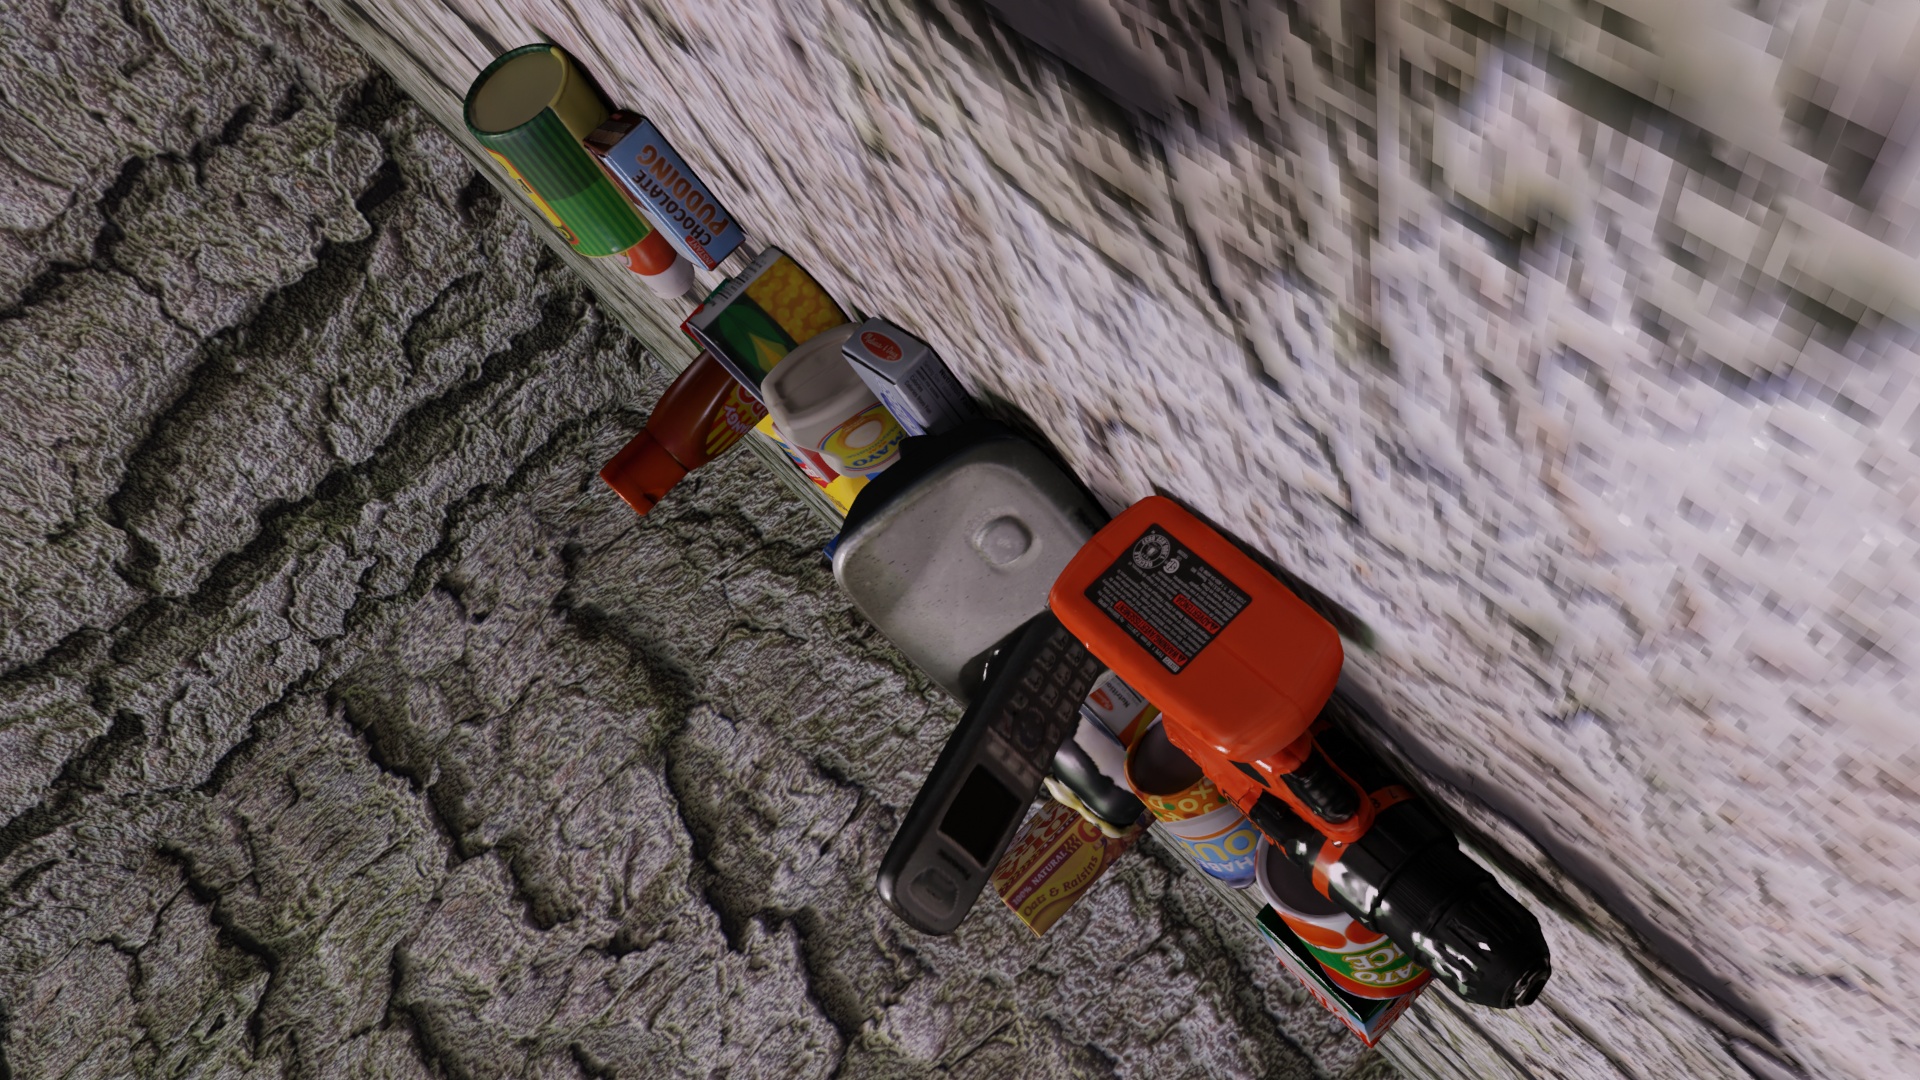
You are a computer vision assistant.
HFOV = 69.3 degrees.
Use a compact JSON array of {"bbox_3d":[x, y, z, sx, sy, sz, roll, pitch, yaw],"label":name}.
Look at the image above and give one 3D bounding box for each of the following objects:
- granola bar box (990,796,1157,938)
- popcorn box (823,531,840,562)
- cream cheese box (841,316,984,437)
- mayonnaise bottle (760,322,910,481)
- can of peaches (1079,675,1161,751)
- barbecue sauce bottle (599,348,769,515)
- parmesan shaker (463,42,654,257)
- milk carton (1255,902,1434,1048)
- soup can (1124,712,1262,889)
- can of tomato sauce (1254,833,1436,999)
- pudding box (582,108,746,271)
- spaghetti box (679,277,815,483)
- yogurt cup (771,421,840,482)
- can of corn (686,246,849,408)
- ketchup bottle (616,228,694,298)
[{"bbox_3d":[0.091,0.181,0.929,0.039,0.166,0.124,46,175,0],"label":"granola bar box"},{"bbox_3d":[-0.043,0.014,1.101,0.127,0.085,0.038,39,171,48],"label":"popcorn box"},{"bbox_3d":[-0.008,-0.053,0.635,0.103,0.024,0.053,49,174,-38],"label":"cream cheese box"},{"bbox_3d":[-0.051,-0.062,0.715,0.041,0.065,0.148,58,-177,17],"label":"mayonnaise bottle"},{"bbox_3d":[0.077,0.061,0.691,0.071,0.058,0.071,44,175,5],"label":"can of peaches"},{"bbox_3d":[-0.145,-0.079,0.812,0.044,0.149,0.064,43,174,23],"label":"barbecue sauce bottle"},{"bbox_3d":[-0.217,-0.216,0.767,0.071,0.071,0.102,41,173,32],"label":"parmesan shaker"},{"bbox_3d":[0.224,0.228,0.779,0.073,0.072,0.190,42,173,29],"label":"milk carton"},{"bbox_3d":[0.138,0.140,0.764,0.083,0.071,0.071,48,173,-32],"label":"soup can"},{"bbox_3d":[0.181,0.163,0.634,0.071,0.071,0.083,38,171,50],"label":"can of tomato sauce"},{"bbox_3d":[-0.156,-0.184,0.731,0.083,0.030,0.050,48,175,-34],"label":"pudding box"},{"bbox_3d":[-0.139,-0.112,1.046,0.029,0.050,0.249,40,173,23],"label":"spaghetti box"},{"bbox_3d":[-0.087,-0.075,0.914,0.072,0.054,0.072,44,174,6],"label":"yogurt cup"},{"bbox_3d":[-0.094,-0.105,0.711,0.071,0.058,0.071,44,174,6],"label":"can of corn"},{"bbox_3d":[-0.223,-0.213,0.944,0.065,0.043,0.148,43,175,19],"label":"ketchup bottle"}]
